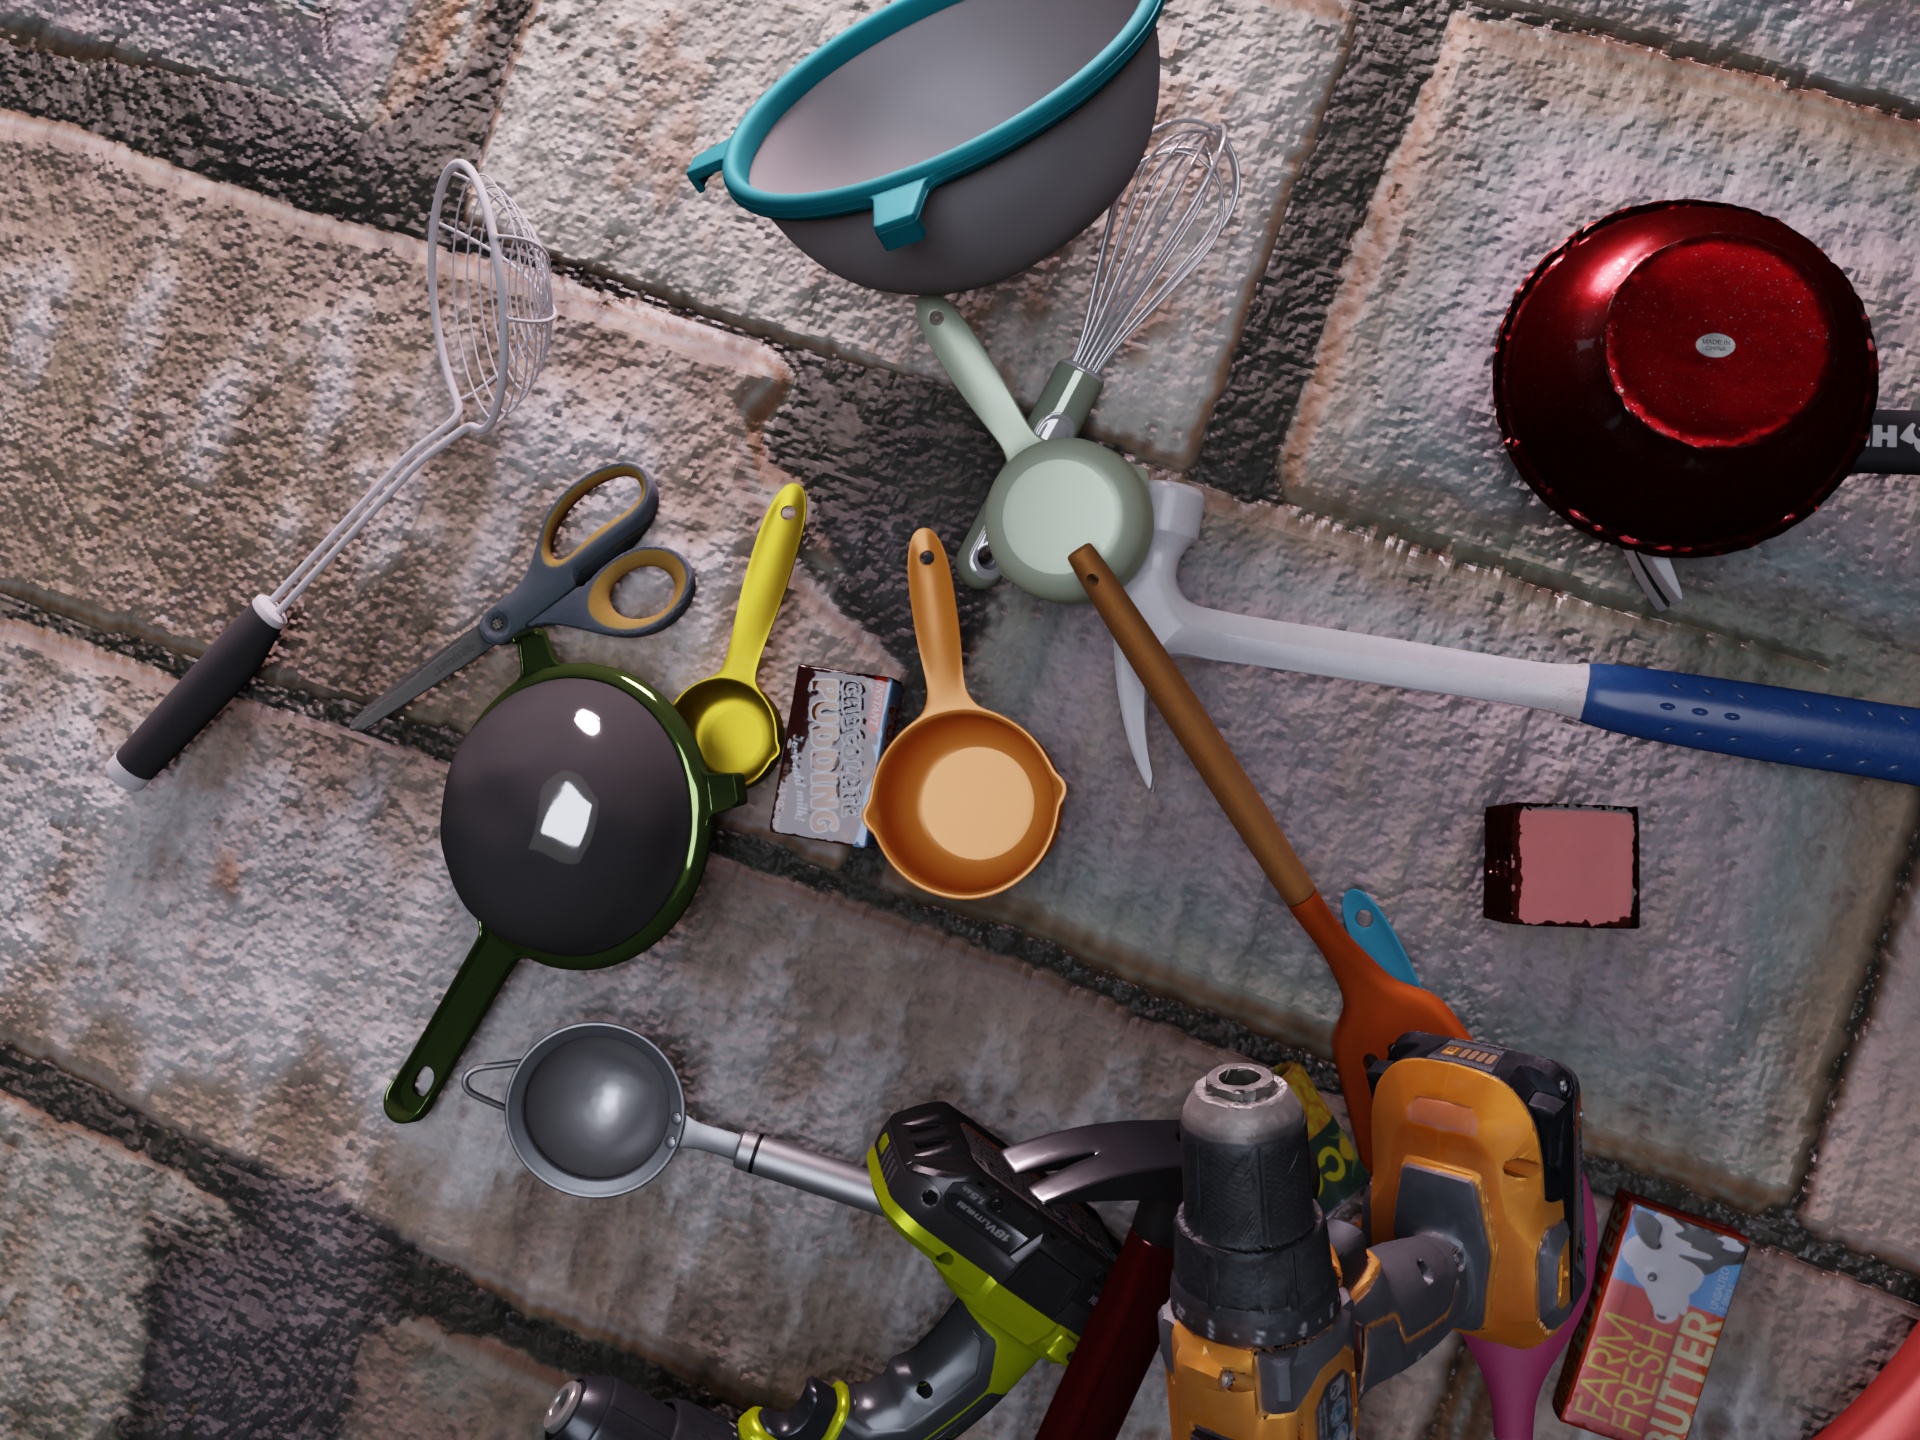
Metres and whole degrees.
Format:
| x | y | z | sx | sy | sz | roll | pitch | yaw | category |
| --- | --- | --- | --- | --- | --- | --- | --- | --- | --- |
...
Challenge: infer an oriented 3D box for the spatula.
| x | y | z | sx | sy | sz | roll | pitch | yaw | category |
| --- | --- | --- | --- | --- | --- | --- | --- | --- | --- |
| 0.137 | 0.062 | 0.702 | 0.081 | 0.041 | 0.322 | -31 | 97 | 25 | spatula |

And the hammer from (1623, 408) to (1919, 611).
| x | y | z | sx | sy | sz | roll | pitch | yaw | category |
| --- | --- | --- | --- | --- | --- | --- | --- | --- | --- |
| 0.454 | -0.115 | 0.695 | 0.335 | 0.035 | 0.146 | 4 | 86 | 9 | hammer |

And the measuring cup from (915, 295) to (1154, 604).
| x | y | z | sx | sy | sz | roll | pitch | yaw | category |
| --- | --- | --- | --- | --- | --- | --- | --- | --- | --- |
| 0.024 | -0.129 | 0.726 | 0.083 | 0.038 | 0.167 | -34 | 86 | 13 | measuring cup |

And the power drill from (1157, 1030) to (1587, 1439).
| x | y | z | sx | sy | sz | roll | pitch | yaw | category |
| --- | --- | --- | --- | --- | --- | --- | --- | --- | --- |
| 0.152 | 0.188 | 0.590 | 0.084 | 0.226 | 0.185 | 4 | 106 | 43 | power drill |

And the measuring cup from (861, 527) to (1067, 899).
| x | y | z | sx | sy | sz | roll | pitch | yaw | category |
| --- | --- | --- | --- | --- | --- | --- | --- | --- | --- |
| -0.001 | -0.002 | 0.751 | 0.095 | 0.052 | 0.174 | -10 | 83 | 8 | measuring cup |

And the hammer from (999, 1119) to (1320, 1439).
| x | y | z | sx | sy | sz | roll | pitch | yaw | category |
| --- | --- | --- | --- | --- | --- | --- | --- | --- | --- |
| 0.021 | 0.337 | 0.666 | 0.038 | 0.143 | 0.386 | 41 | 116 | 52 | hammer |

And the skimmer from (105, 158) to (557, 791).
| x | y | z | sx | sy | sz | roll | pitch | yaw | category |
| --- | --- | --- | --- | --- | --- | --- | --- | --- | --- |
| -0.329 | -0.111 | 0.791 | 0.363 | 0.090 | 0.127 | -46 | 49 | 6 | skimmer |

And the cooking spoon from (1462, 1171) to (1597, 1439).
| x | y | z | sx | sy | sz | roll | pitch | yaw | category |
| --- | --- | --- | --- | --- | --- | --- | --- | --- | --- |
| 0.231 | 0.329 | 0.665 | 0.069 | 0.017 | 0.319 | 3 | 69 | 13 | cooking spoon |

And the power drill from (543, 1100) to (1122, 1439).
| x | y | z | sx | sy | sz | roll | pitch | yaw | category |
| --- | --- | --- | --- | --- | --- | --- | --- | --- | --- |
| -0.049 | 0.287 | 0.701 | 0.190 | 0.080 | 0.228 | 39 | 92 | -15 | power drill |

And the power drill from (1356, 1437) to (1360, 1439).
| x | y | z | sx | sy | sz | roll | pitch | yaw | category |
| --- | --- | --- | --- | --- | --- | --- | --- | --- | --- |
| 0.091 | 0.388 | 0.661 | 0.080 | 0.171 | 0.223 | 36 | 84 | 9 | power drill |

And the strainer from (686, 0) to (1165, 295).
| x | y | z | sx | sy | sz | roll | pitch | yaw | category |
| --- | --- | --- | --- | --- | --- | --- | --- | --- | --- |
| 0.052 | -0.297 | 0.740 | 0.340 | 0.095 | 0.211 | -40 | 40 | -14 | strainer |

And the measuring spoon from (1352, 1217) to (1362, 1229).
| x | y | z | sx | sy | sz | roll | pitch | yaw | category |
| --- | --- | --- | --- | --- | --- | --- | --- | --- | --- |
| 0.191 | 0.227 | 0.716 | 0.117 | 0.011 | 0.021 | -35 | 51 | 11 | measuring spoon |

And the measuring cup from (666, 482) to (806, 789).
| x | y | z | sx | sy | sz | roll | pitch | yaw | category |
| --- | --- | --- | --- | --- | --- | --- | --- | --- | --- |
| -0.100 | -0.039 | 0.782 | 0.062 | 0.029 | 0.156 | 16 | 86 | 10 | measuring cup |

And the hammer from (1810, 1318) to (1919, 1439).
| x | y | z | sx | sy | sz | roll | pitch | yaw | category |
| --- | --- | --- | --- | --- | --- | --- | --- | --- | --- |
| 0.326 | 0.381 | 0.681 | 0.359 | 0.036 | 0.149 | -43 | 81 | 4 | hammer |

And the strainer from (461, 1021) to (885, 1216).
| x | y | z | sx | sy | sz | roll | pitch | yaw | category |
| --- | --- | --- | --- | --- | --- | --- | --- | --- | --- |
| -0.109 | 0.204 | 0.761 | 0.258 | 0.050 | 0.087 | 17 | 95 | 4 | strainer |

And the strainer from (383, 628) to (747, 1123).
| x | y | z | sx | sy | sz | roll | pitch | yaw | category |
| --- | --- | --- | --- | --- | --- | --- | --- | --- | --- |
| -0.225 | 0.090 | 0.760 | 0.151 | 0.069 | 0.256 | 34 | 98 | 19 | strainer |

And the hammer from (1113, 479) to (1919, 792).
| x | y | z | sx | sy | sz | roll | pitch | yaw | category |
| --- | --- | --- | --- | --- | --- | --- | --- | --- | --- |
| 0.268 | -0.009 | 0.716 | 0.405 | 0.035 | 0.144 | 10 | 88 | 9 | hammer |

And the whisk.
| x | y | z | sx | sy | sz | roll | pitch | yaw | category |
| --- | --- | --- | --- | --- | --- | --- | --- | --- | --- |
| 0.062 | -0.172 | 0.756 | 0.057 | 0.059 | 0.246 | 26 | 95 | -18 | whisk |

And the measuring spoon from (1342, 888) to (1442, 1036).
| x | y | z | sx | sy | sz | roll | pitch | yaw | category |
| --- | --- | --- | --- | --- | --- | --- | --- | --- | --- |
| 0.210 | 0.135 | 0.728 | 0.042 | 0.021 | 0.129 | -32 | 72 | 25 | measuring spoon |
